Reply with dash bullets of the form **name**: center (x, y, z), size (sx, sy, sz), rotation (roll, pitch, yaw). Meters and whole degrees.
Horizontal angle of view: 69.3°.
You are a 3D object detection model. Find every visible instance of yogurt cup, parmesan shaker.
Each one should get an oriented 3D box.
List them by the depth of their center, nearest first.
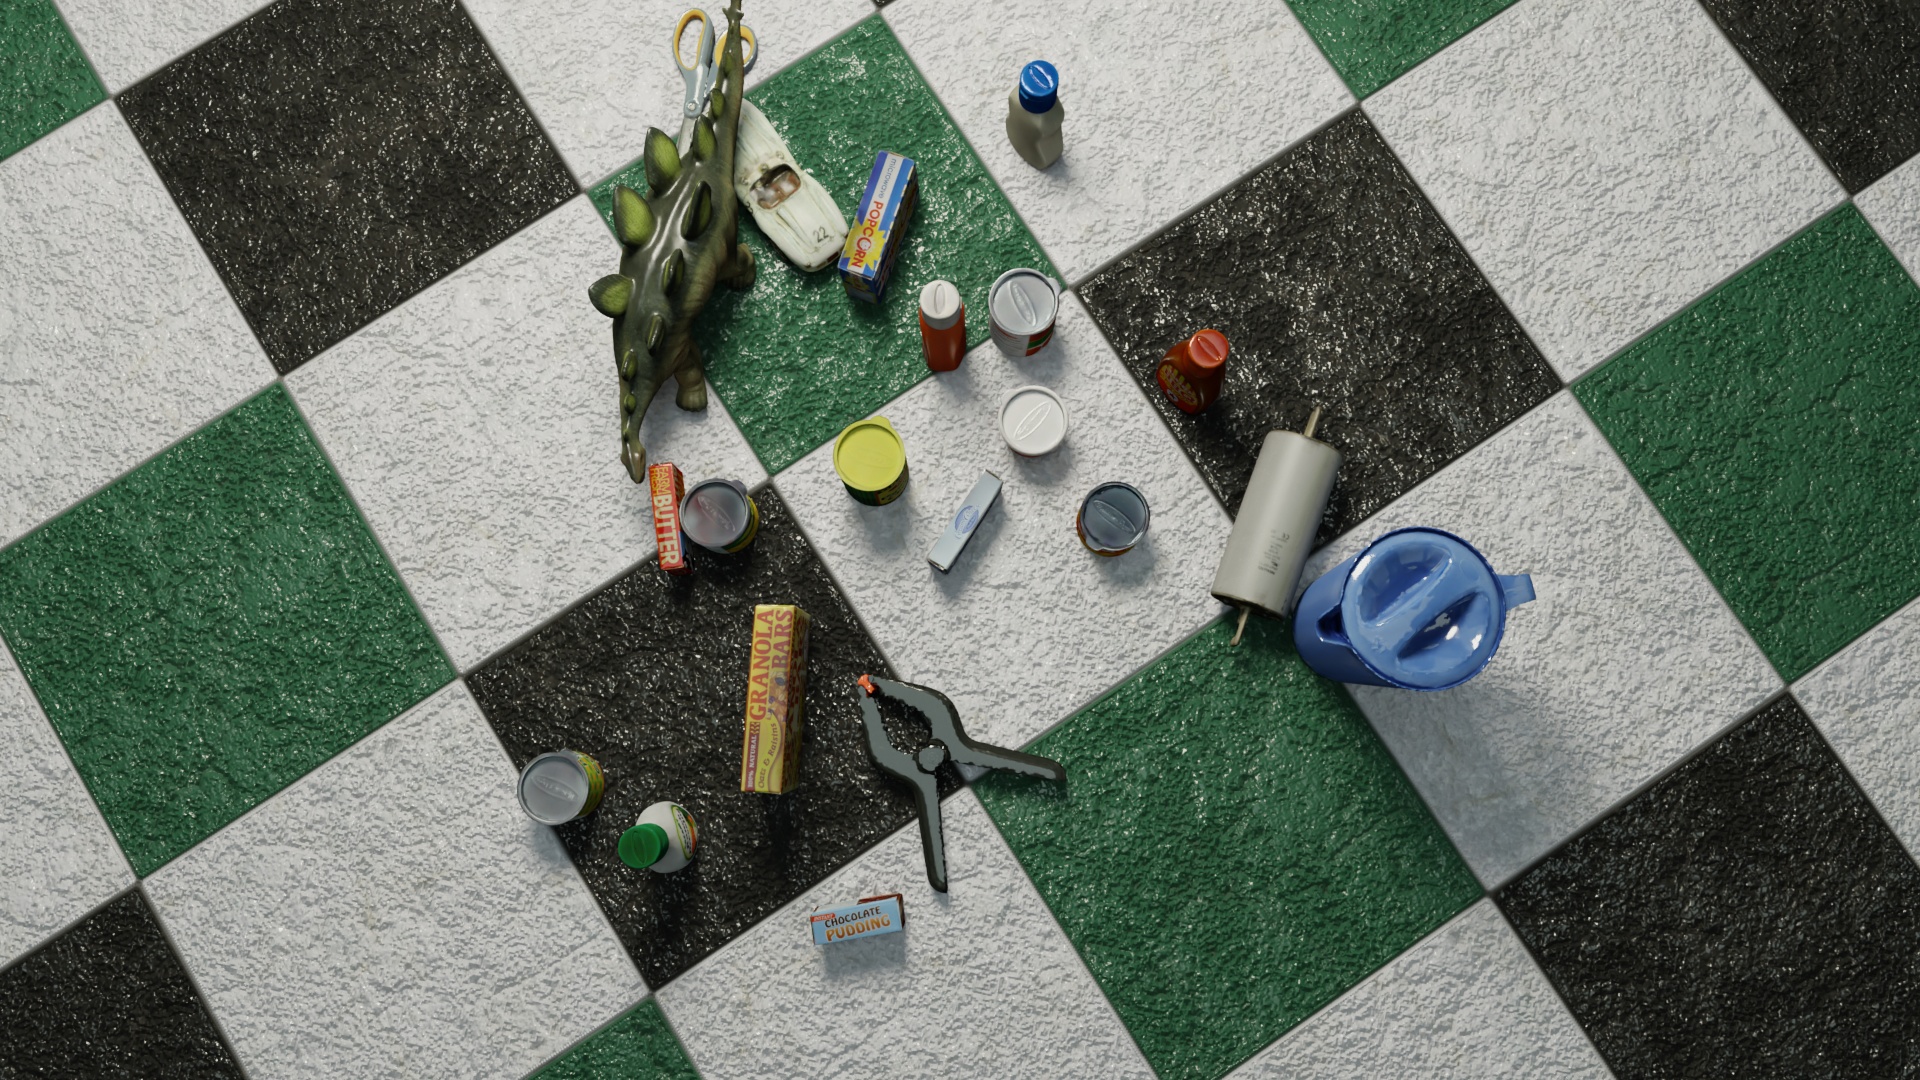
- **parmesan shaker**: center (-0.082, -0.074, 1.315), size (0.071, 0.103, 0.071), rotation (0, 83, 0)
- **yogurt cup**: center (0.069, -0.111, 1.344), size (0.072, 0.054, 0.072), rotation (0, 83, 0)

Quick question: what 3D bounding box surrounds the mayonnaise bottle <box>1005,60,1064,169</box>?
- **mayonnaise bottle**: center (0.073, -0.412, 1.337), size (0.041, 0.148, 0.065), rotation (-40, 84, -4)

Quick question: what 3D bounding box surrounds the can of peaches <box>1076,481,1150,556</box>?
- **can of peaches**: center (0.143, -0.018, 1.329), size (0.071, 0.058, 0.071), rotation (0, 83, 0)

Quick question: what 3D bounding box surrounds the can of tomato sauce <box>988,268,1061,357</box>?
- **can of tomato sauce**: center (0.062, -0.220, 1.344), size (0.071, 0.083, 0.071), rotation (0, 83, 0)

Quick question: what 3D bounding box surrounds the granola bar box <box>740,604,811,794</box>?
- **granola bar box**: center (-0.169, 0.145, 1.275), size (0.039, 0.124, 0.165), rotation (3, 83, 1)

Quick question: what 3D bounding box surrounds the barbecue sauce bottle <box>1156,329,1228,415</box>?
- **barbecue sauce bottle**: center (0.221, -0.162, 1.302), size (0.044, 0.148, 0.065), rotation (-41, 84, -4)

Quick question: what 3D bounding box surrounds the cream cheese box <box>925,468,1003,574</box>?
- **cream cheese box**: center (0.005, -0.017, 1.332), size (0.024, 0.053, 0.104), rotation (33, 84, 4)

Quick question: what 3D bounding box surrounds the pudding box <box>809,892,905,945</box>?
- **pudding box**: center (-0.094, 0.349, 1.284), size (0.084, 0.049, 0.030), rotation (-10, 83, -1)

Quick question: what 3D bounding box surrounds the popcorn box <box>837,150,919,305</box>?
- **popcorn box**: center (-0.079, -0.304, 1.355), size (0.038, 0.085, 0.127), rotation (18, 83, 3)

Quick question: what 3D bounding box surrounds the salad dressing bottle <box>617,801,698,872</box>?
- **salad dressing bottle**: center (-0.272, 0.269, 1.247), size (0.044, 0.147, 0.064), rotation (-17, 83, -2)

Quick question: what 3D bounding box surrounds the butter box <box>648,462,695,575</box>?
- **butter box**: center (-0.277, -0.020, 1.334), size (0.024, 0.053, 0.103), rotation (-9, 82, -1)

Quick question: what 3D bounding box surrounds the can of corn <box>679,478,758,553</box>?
- **can of corn**: center (-0.228, -0.025, 1.332), size (0.071, 0.058, 0.071), rotation (0, 83, 0)

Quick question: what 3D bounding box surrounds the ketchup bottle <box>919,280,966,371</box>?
- **ketchup bottle**: center (-0.017, -0.206, 1.310), size (0.043, 0.148, 0.065), rotation (1, 83, 1)

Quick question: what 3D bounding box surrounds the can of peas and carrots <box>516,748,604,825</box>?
- **can of peas and carrots**: center (-0.372, 0.228, 1.298), size (0.071, 0.058, 0.071), rotation (0, 83, 0)
